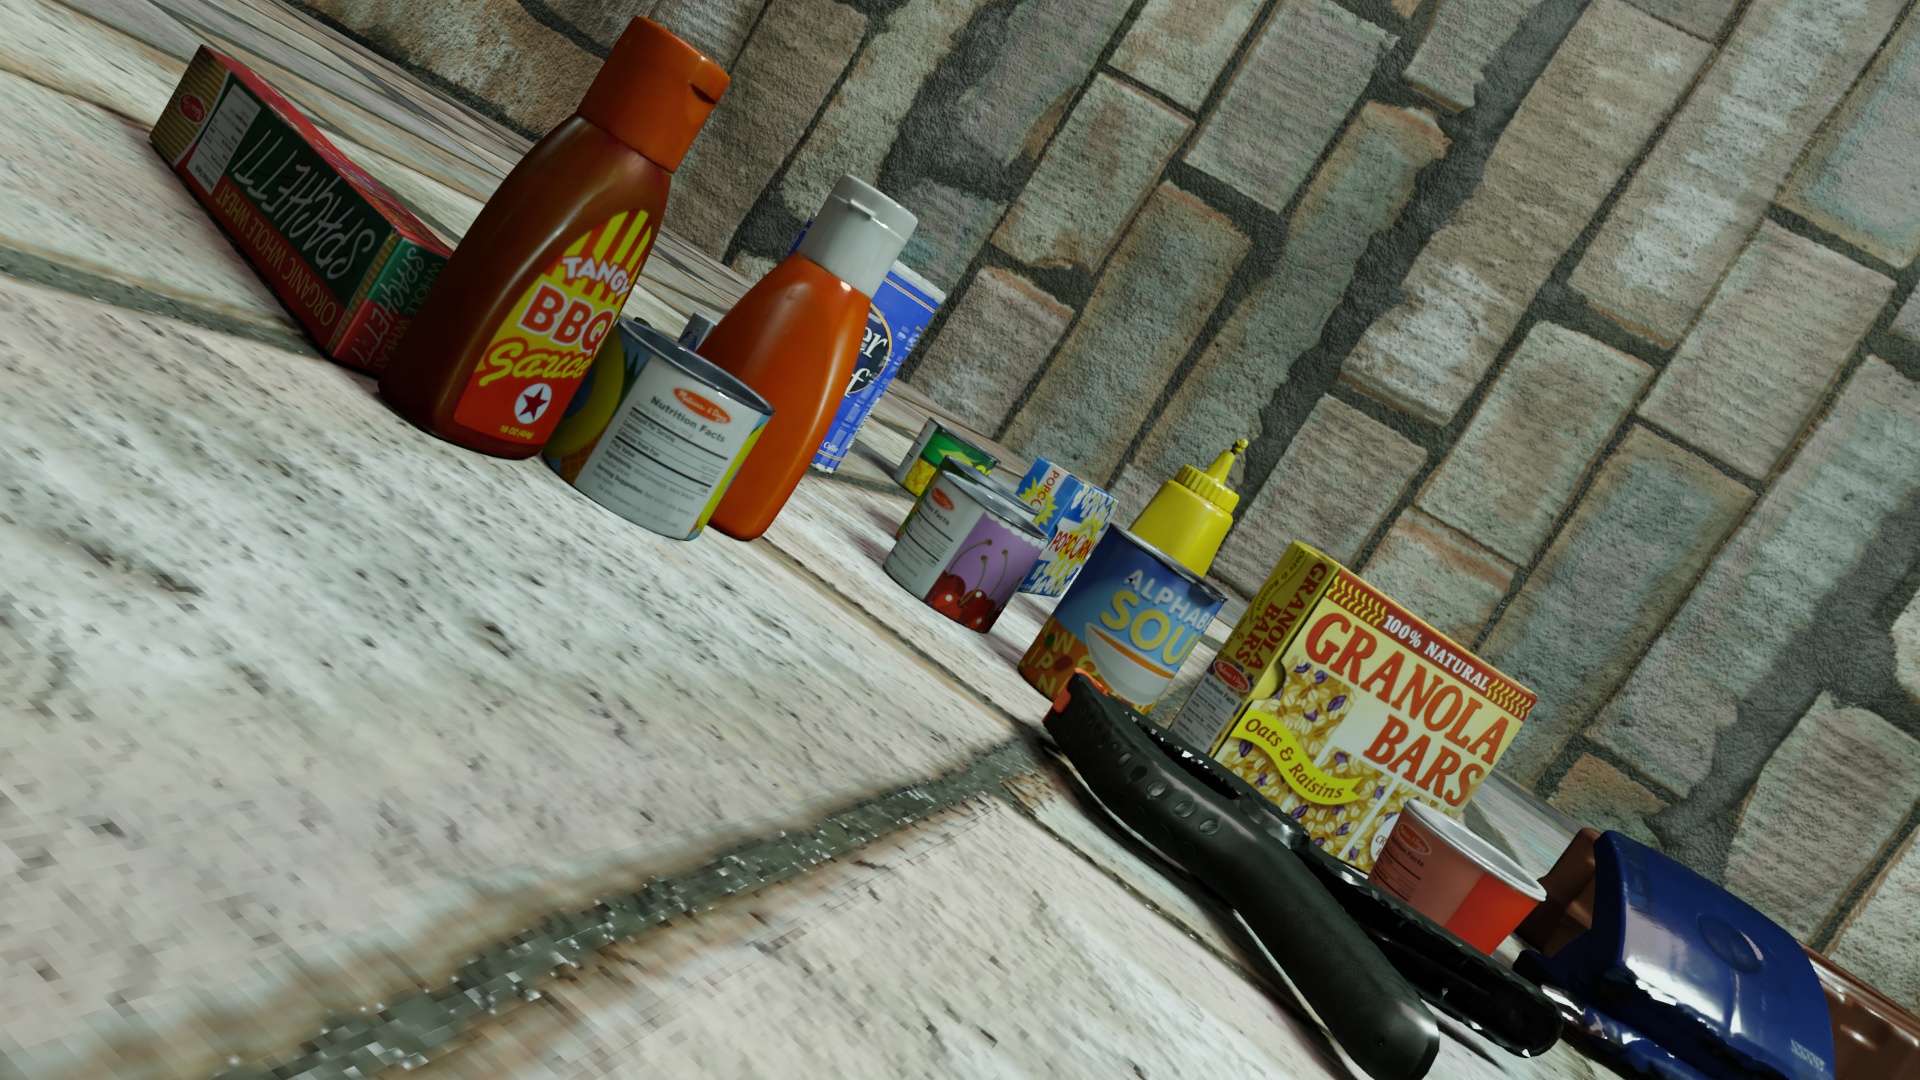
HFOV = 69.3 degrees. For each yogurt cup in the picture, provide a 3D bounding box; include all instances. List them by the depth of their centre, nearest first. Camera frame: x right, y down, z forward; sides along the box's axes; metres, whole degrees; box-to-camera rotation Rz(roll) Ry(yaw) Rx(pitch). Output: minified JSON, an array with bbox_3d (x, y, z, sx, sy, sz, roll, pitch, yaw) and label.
[{"bbox_3d":[0.210,0.154,0.604,0.072,0.054,0.072,32,6,-4],"label":"yogurt cup"}]

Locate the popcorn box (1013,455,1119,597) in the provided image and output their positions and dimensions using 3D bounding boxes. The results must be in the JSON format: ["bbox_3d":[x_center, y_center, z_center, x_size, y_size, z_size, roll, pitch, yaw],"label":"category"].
[{"bbox_3d":[0.062,-0.007,0.966,0.038,0.085,0.127,34,6,18],"label":"popcorn box"}]

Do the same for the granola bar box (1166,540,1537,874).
[{"bbox_3d":[0.194,0.091,0.687,0.165,0.124,0.039,29,7,-30],"label":"granola bar box"}]

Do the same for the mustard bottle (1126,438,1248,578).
[{"bbox_3d":[0.125,0.005,0.835,0.049,0.160,0.065,35,6,26],"label":"mustard bottle"}]

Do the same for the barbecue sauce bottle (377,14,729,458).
[{"bbox_3d":[-0.130,-0.100,0.461,0.044,0.148,0.065,35,6,19],"label":"barbecue sauce bottle"}]

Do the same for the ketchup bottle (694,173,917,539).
[{"bbox_3d":[-0.071,-0.077,0.567,0.065,0.148,0.043,33,6,3],"label":"ketchup bottle"}]

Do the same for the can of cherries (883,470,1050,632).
[{"bbox_3d":[0.005,0.007,0.708,0.071,0.058,0.071,32,6,-4],"label":"can of cherries"}]

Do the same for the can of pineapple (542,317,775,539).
[{"bbox_3d":[-0.112,-0.041,0.515,0.071,0.058,0.071,32,6,-4],"label":"can of pineapple"}]

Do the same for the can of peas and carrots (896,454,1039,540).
[{"bbox_3d":[0.003,-0.010,0.826,0.071,0.058,0.071,32,6,-4],"label":"can of peas and carrots"}]

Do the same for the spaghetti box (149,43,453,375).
[{"bbox_3d":[-0.260,-0.134,0.535,0.251,0.050,0.028,38,8,40],"label":"spaghetti box"}]

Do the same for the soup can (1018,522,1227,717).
[{"bbox_3d":[0.078,0.045,0.659,0.071,0.083,0.071,32,6,-4],"label":"soup can"}]

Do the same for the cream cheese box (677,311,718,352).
[{"bbox_3d":[-0.128,-0.090,0.822,0.024,0.053,0.104,37,8,38],"label":"cream cheese box"}]

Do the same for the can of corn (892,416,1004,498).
[{"bbox_3d":[-0.010,-0.056,1.111,0.071,0.058,0.071,32,6,-4],"label":"can of corn"}]
